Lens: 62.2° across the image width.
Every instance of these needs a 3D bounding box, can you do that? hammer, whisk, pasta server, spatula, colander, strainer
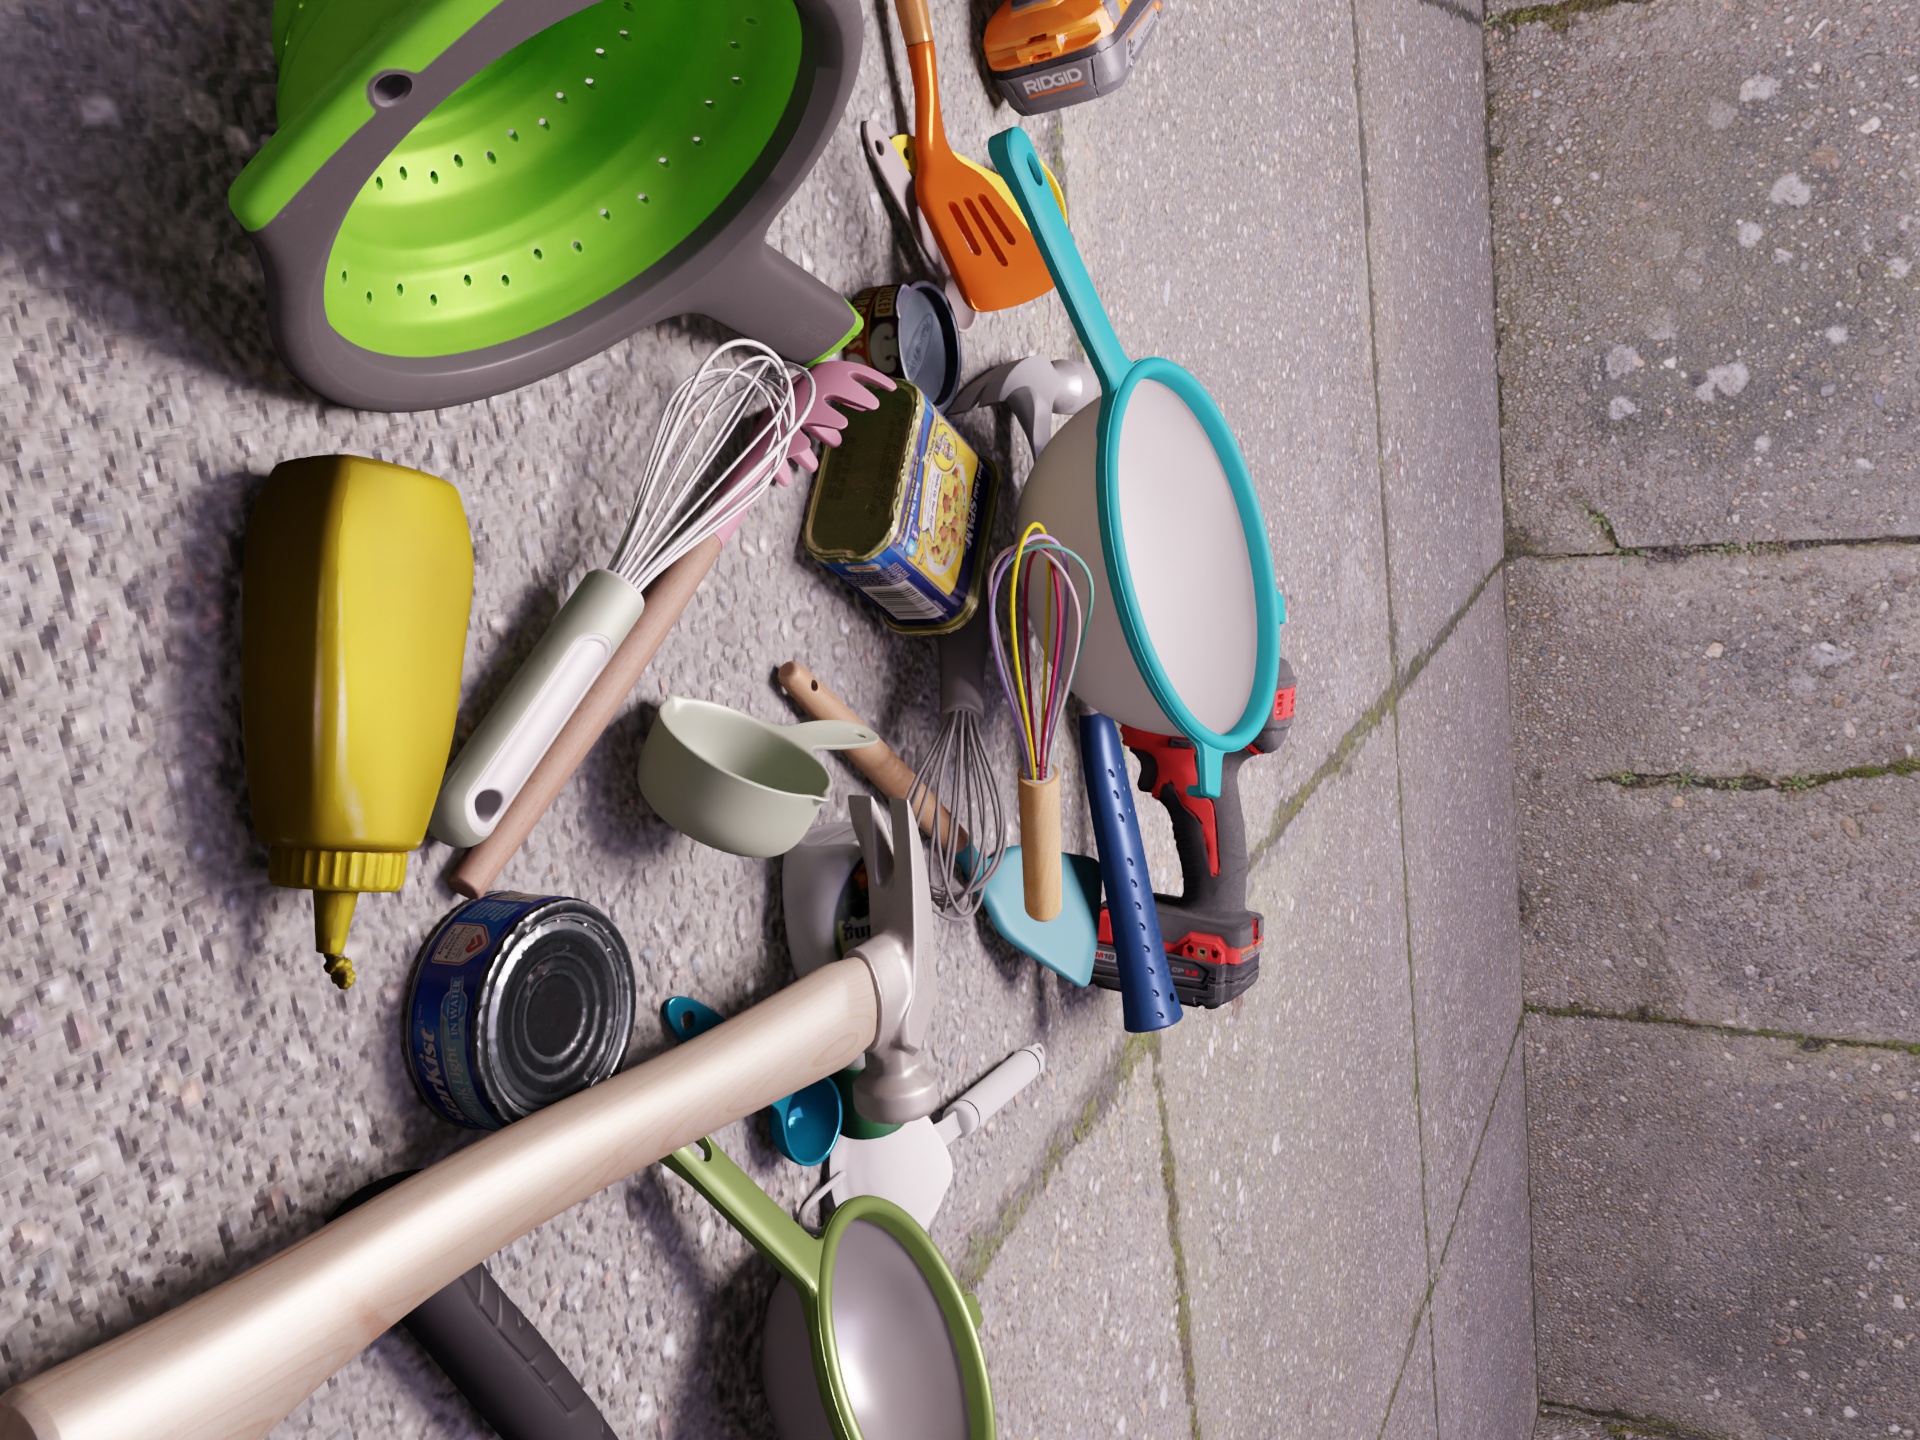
[{"bbox_3d":[-0.124,0.134,0.551,0.410,0.038,0.146,-18,106,-59],"label":"hammer"},{"bbox_3d":[-0.142,0.286,0.596,0.146,0.035,0.334,-61,141,-43],"label":"hammer"},{"bbox_3d":[0.042,0.008,0.808,0.047,0.051,0.244,-102,-174,-52],"label":"whisk"},{"bbox_3d":[-0.110,-0.051,0.649,0.040,0.060,0.316,38,52,-15],"label":"pasta server"},{"bbox_3d":[0.074,-0.014,0.942,0.144,0.035,0.405,-18,98,-60],"label":"hammer"},{"bbox_3d":[-0.019,-0.369,0.802,0.081,0.041,0.322,-32,115,-44],"label":"spatula"},{"bbox_3d":[-0.003,-0.003,0.806,0.055,0.055,0.239,59,24,-44],"label":"whisk"},{"bbox_3d":[-0.120,-0.198,0.567,0.094,0.204,0.397,55,12,5],"label":"colander"},{"bbox_3d":[0.063,-0.132,0.831,0.340,0.095,0.211,62,35,-24],"label":"strainer"},{"bbox_3d":[-0.075,0.261,0.696,0.256,0.069,0.152,54,20,-26],"label":"strainer"},{"bbox_3d":[-0.125,-0.054,0.600,0.246,0.059,0.057,-62,147,-29],"label":"whisk"},{"bbox_3d":[-0.003,0.051,0.846,0.317,0.044,0.082,48,44,-50],"label":"spatula"},{"bbox_3d":[-0.002,0.217,0.859,0.258,0.050,0.087,-16,90,-65],"label":"strainer"}]

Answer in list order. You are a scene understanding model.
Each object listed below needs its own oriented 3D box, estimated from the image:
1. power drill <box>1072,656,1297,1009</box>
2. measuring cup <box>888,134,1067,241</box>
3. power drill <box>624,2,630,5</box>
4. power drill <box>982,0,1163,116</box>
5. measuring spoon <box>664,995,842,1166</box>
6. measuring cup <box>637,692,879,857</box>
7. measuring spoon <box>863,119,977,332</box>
[{"bbox_3d":[0.132,0.061,1.014,0.078,0.143,0.219,-10,106,-63],"label":"power drill"},{"bbox_3d":[0.005,-0.295,0.888,0.156,0.029,0.062,2,87,-50],"label":"measuring cup"},{"bbox_3d":[-0.086,-0.380,0.616,0.223,0.080,0.171,-59,159,-46],"label":"power drill"},{"bbox_3d":[0.039,-0.478,0.883,0.226,0.084,0.164,61,39,-37],"label":"power drill"},{"bbox_3d":[-0.097,0.157,0.707,0.128,0.021,0.042,50,48,-38],"label":"measuring spoon"},{"bbox_3d":[-0.078,0.023,0.685,0.038,0.083,0.167,-62,164,13],"label":"measuring cup"},{"bbox_3d":[-0.025,-0.258,0.838,0.124,0.018,0.034,58,43,-35],"label":"measuring spoon"}]
